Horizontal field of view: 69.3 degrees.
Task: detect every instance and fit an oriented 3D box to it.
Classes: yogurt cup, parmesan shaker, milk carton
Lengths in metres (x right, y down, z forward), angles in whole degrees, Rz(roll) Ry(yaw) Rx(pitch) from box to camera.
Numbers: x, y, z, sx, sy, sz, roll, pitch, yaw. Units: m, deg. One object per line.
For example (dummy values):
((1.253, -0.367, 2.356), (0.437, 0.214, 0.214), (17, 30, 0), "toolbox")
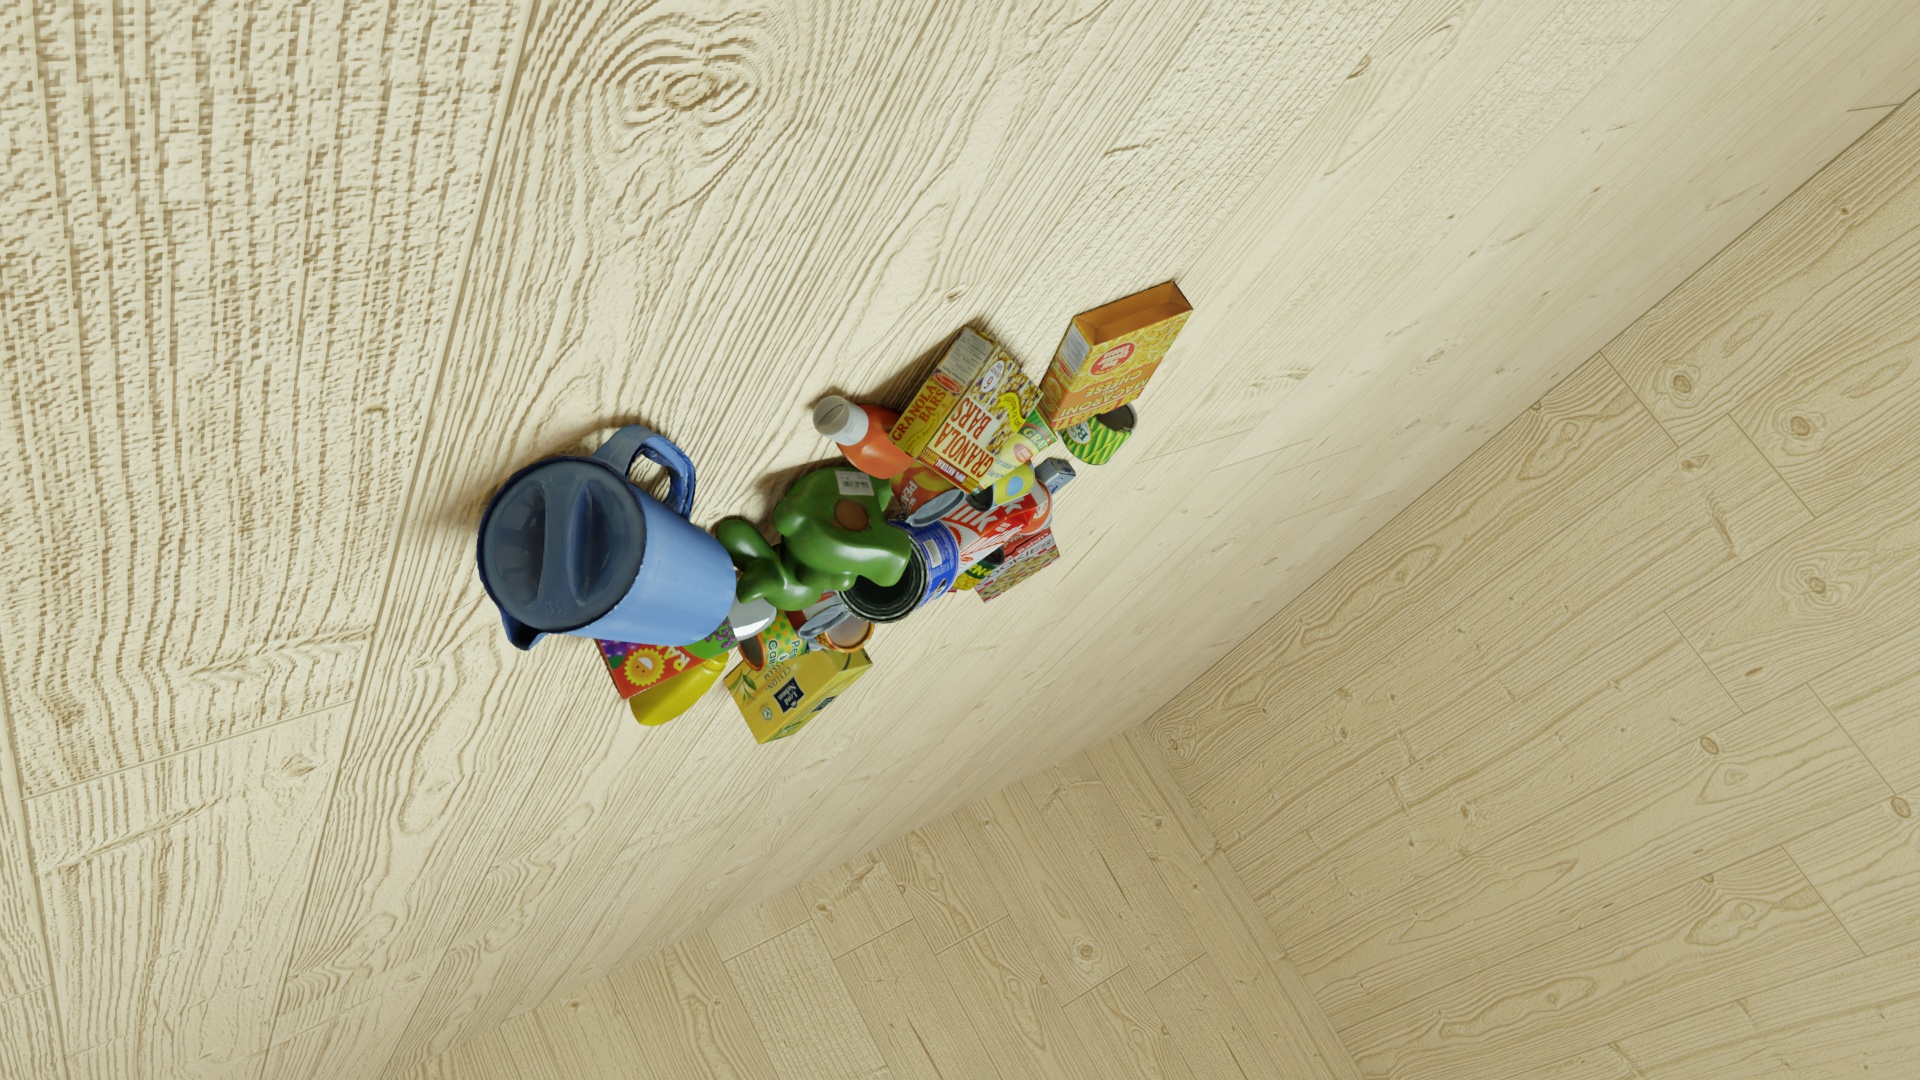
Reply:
((0.065, -0.043, 1.603), (0.072, 0.072, 0.054), (-39, 153, 22), "yogurt cup")
((0.039, -0.098, 1.396), (0.103, 0.071, 0.071), (-34, 162, 8), "parmesan shaker")
((0.006, -0.019, 1.553), (0.190, 0.072, 0.073), (-36, 162, 17), "milk carton")

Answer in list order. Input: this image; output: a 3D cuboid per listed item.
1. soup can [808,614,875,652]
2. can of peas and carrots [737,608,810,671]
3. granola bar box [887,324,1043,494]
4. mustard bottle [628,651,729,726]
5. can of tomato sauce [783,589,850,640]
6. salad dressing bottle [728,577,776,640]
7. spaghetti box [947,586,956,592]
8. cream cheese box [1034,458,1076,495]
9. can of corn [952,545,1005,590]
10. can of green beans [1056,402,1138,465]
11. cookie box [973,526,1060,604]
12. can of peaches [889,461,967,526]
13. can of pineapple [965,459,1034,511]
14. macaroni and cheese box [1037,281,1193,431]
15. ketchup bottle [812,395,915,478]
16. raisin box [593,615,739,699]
((-0.143, 0.092, 1.554), (0.071, 0.071, 0.083), (-21, -167, -30), "soup can")
((-0.210, 0.107, 1.542), (0.059, 0.071, 0.070), (-19, 159, -33), "can of peas and carrots")
((0.008, -0.116, 1.279), (0.124, 0.039, 0.165), (-54, 161, 3), "granola bar box")
((-0.300, 0.147, 1.537), (0.159, 0.049, 0.065), (-41, 160, 26), "mustard bottle")
((-0.160, 0.051, 1.447), (0.071, 0.083, 0.071), (-28, 162, -10), "can of tomato sauce")
((-0.262, 0.077, 1.397), (0.148, 0.064, 0.044), (-12, 176, -27), "salad dressing bottle")
((-0.082, 0.045, 1.620), (0.050, 0.028, 0.250), (5, 180, 28), "spaghetti box")
((0.085, -0.058, 1.659), (0.103, 0.024, 0.053), (-38, 162, 22), "cream cheese box")
((0.009, 0.020, 1.673), (0.058, 0.071, 0.071), (-41, 160, 29), "can of corn")
((0.152, -0.125, 1.517), (0.071, 0.071, 0.057), (-17, 157, -38), "can of green beans")
((0.064, 0.020, 1.814), (0.123, 0.040, 0.167), (-31, 163, 0), "cookie box")
((-0.037, -0.055, 1.404), (0.071, 0.058, 0.071), (-28, 163, -9), "can of peaches")
((0.037, -0.072, 1.472), (0.058, 0.071, 0.070), (-23, 161, -30), "can of pineapple")
((0.149, -0.180, 1.401), (0.124, 0.040, 0.165), (-23, 161, -23), "macaroni and cheese box")
((-0.083, -0.095, 1.240), (0.064, 0.043, 0.149), (-41, 161, 10), "ketchup bottle")
((-0.286, 0.086, 1.335), (0.124, 0.040, 0.085), (-26, 119, -19), "raisin box")
